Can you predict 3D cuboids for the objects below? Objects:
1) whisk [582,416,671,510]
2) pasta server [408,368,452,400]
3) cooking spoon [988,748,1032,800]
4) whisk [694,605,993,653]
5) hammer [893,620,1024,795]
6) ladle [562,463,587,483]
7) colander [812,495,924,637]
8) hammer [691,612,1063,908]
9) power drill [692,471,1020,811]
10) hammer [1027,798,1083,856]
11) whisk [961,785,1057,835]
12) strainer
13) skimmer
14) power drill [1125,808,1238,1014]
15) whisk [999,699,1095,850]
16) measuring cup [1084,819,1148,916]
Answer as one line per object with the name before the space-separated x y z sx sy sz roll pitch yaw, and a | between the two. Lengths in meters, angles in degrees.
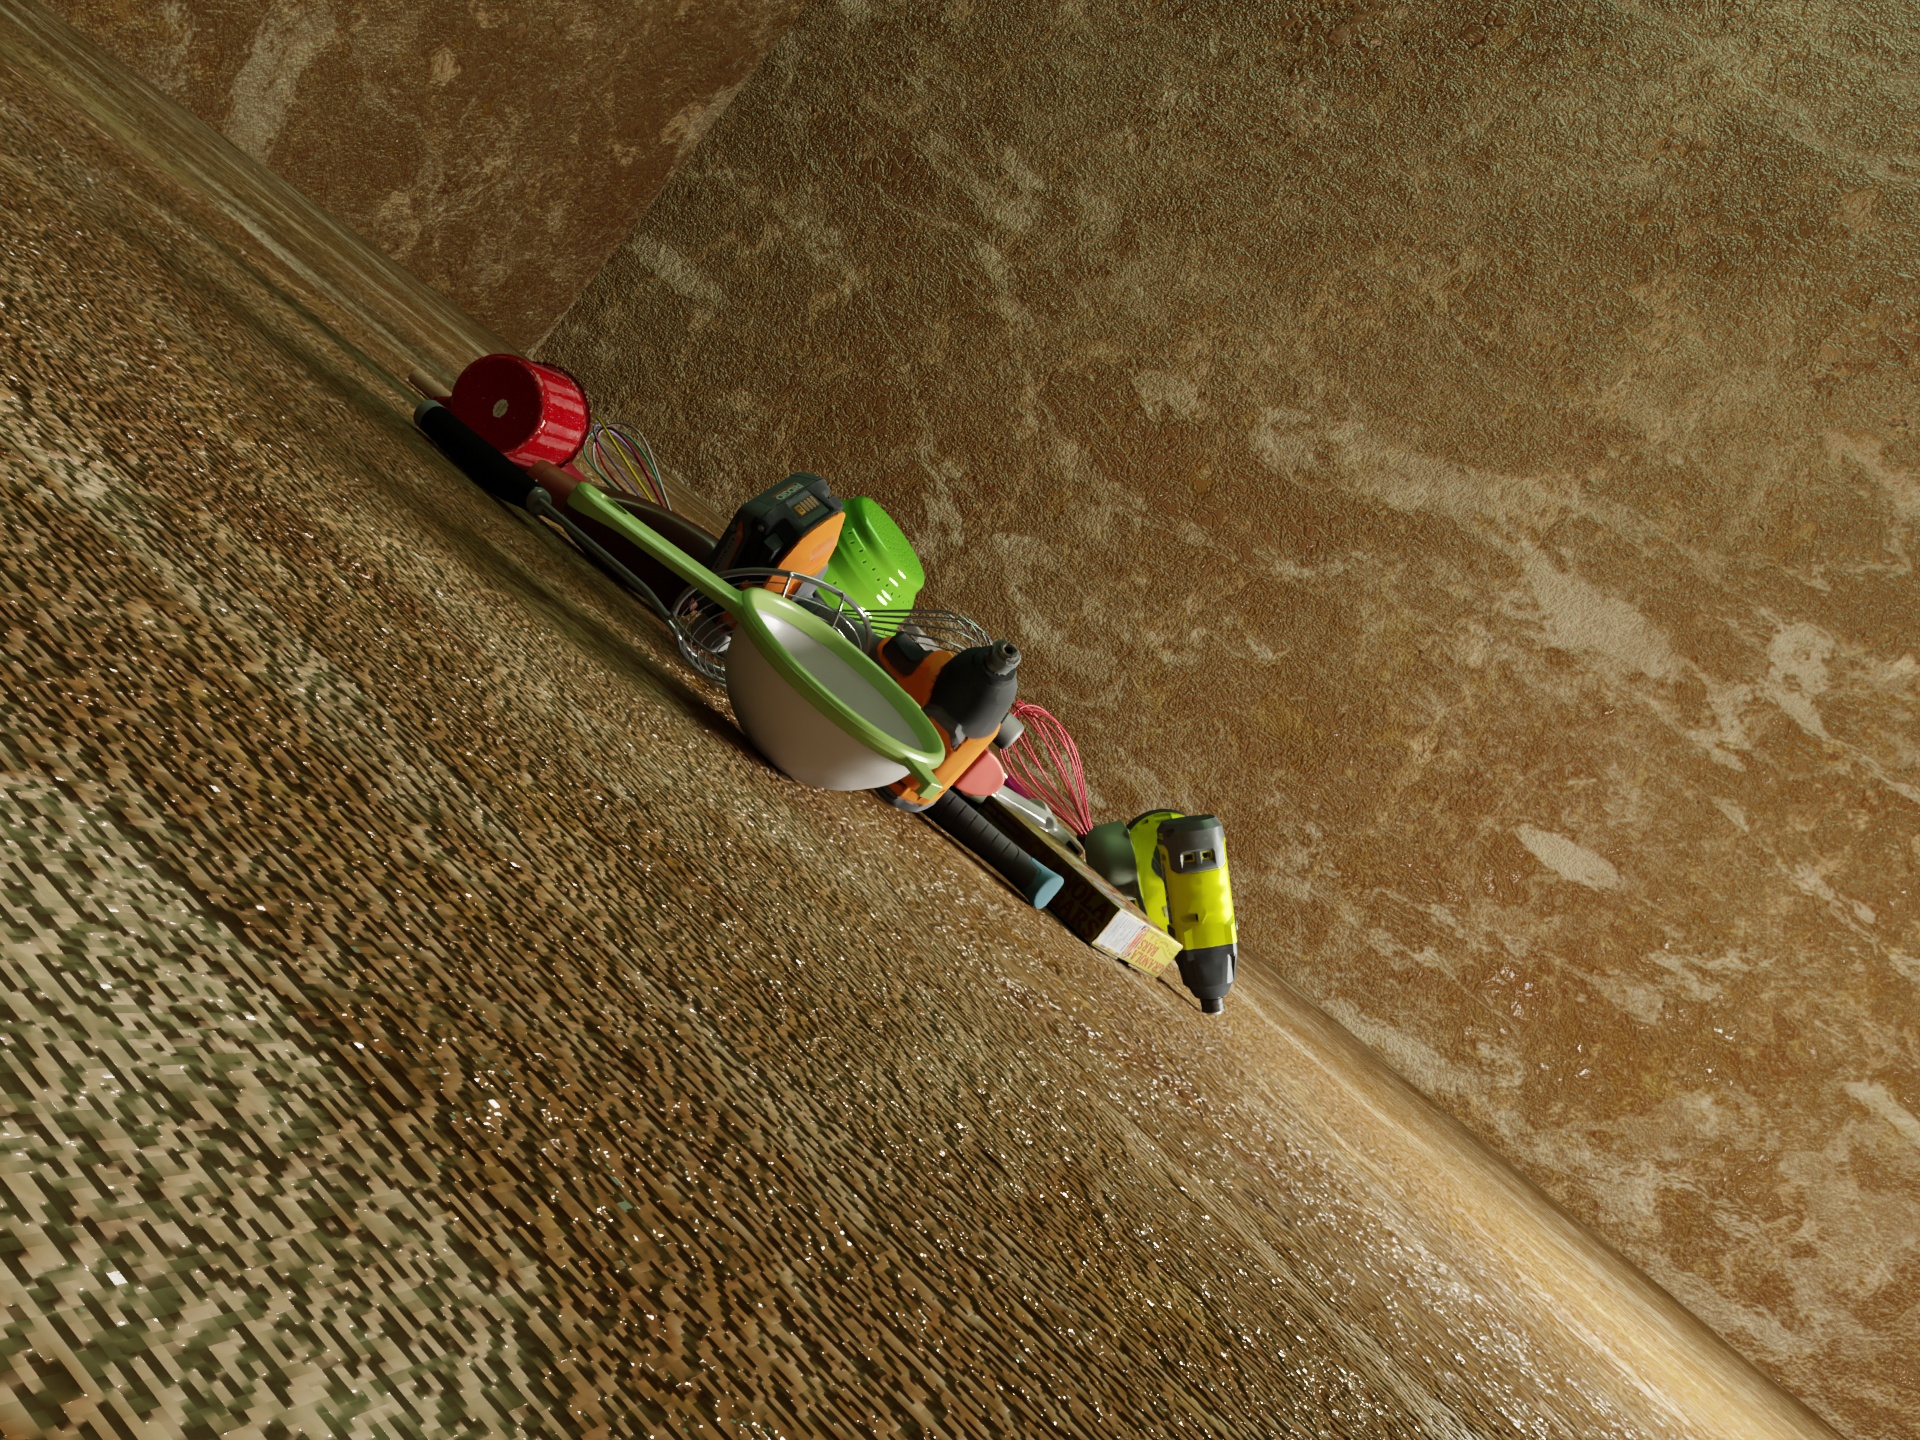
whisk | -0.266 -0.179 1.420 0.245 0.051 0.047 55 -35 17
pasta server | -0.335 -0.202 1.332 0.316 0.040 0.060 38 -2 6
cooking spoon | 0.030 0.041 1.634 0.318 0.017 0.069 48 -9 -28
whisk | -0.105 -0.078 1.267 0.284 0.070 0.070 14 -1 8
hammer | -0.002 -0.004 1.323 0.149 0.036 0.359 42 7 -7
ladle | -0.300 -0.174 1.484 0.069 0.031 0.315 42 2 35
colander | -0.103 -0.123 1.507 0.204 0.094 0.397 51 15 -18
hammer | -0.058 0.029 1.195 0.331 0.033 0.128 39 3 2
power drill | -0.063 -0.060 1.086 0.226 0.164 0.084 45 45 3
hammer | 0.007 0.052 1.613 0.332 0.031 0.129 37 -8 43
whisk | 0.005 0.050 1.358 0.059 0.058 0.246 -7 -28 42
strainer | -0.126 -0.034 0.901 0.256 0.069 0.152 36 12 -17
skimmer | -0.220 -0.130 1.064 0.363 0.090 0.127 37 -26 20
power drill | 0.205 0.166 1.460 0.223 0.080 0.171 -121 -156 -87
whisk | 0.119 0.100 1.608 0.295 0.073 0.073 58 -6 -23
measuring cup | 0.148 0.166 1.471 0.168 0.038 0.083 -103 -174 -45
